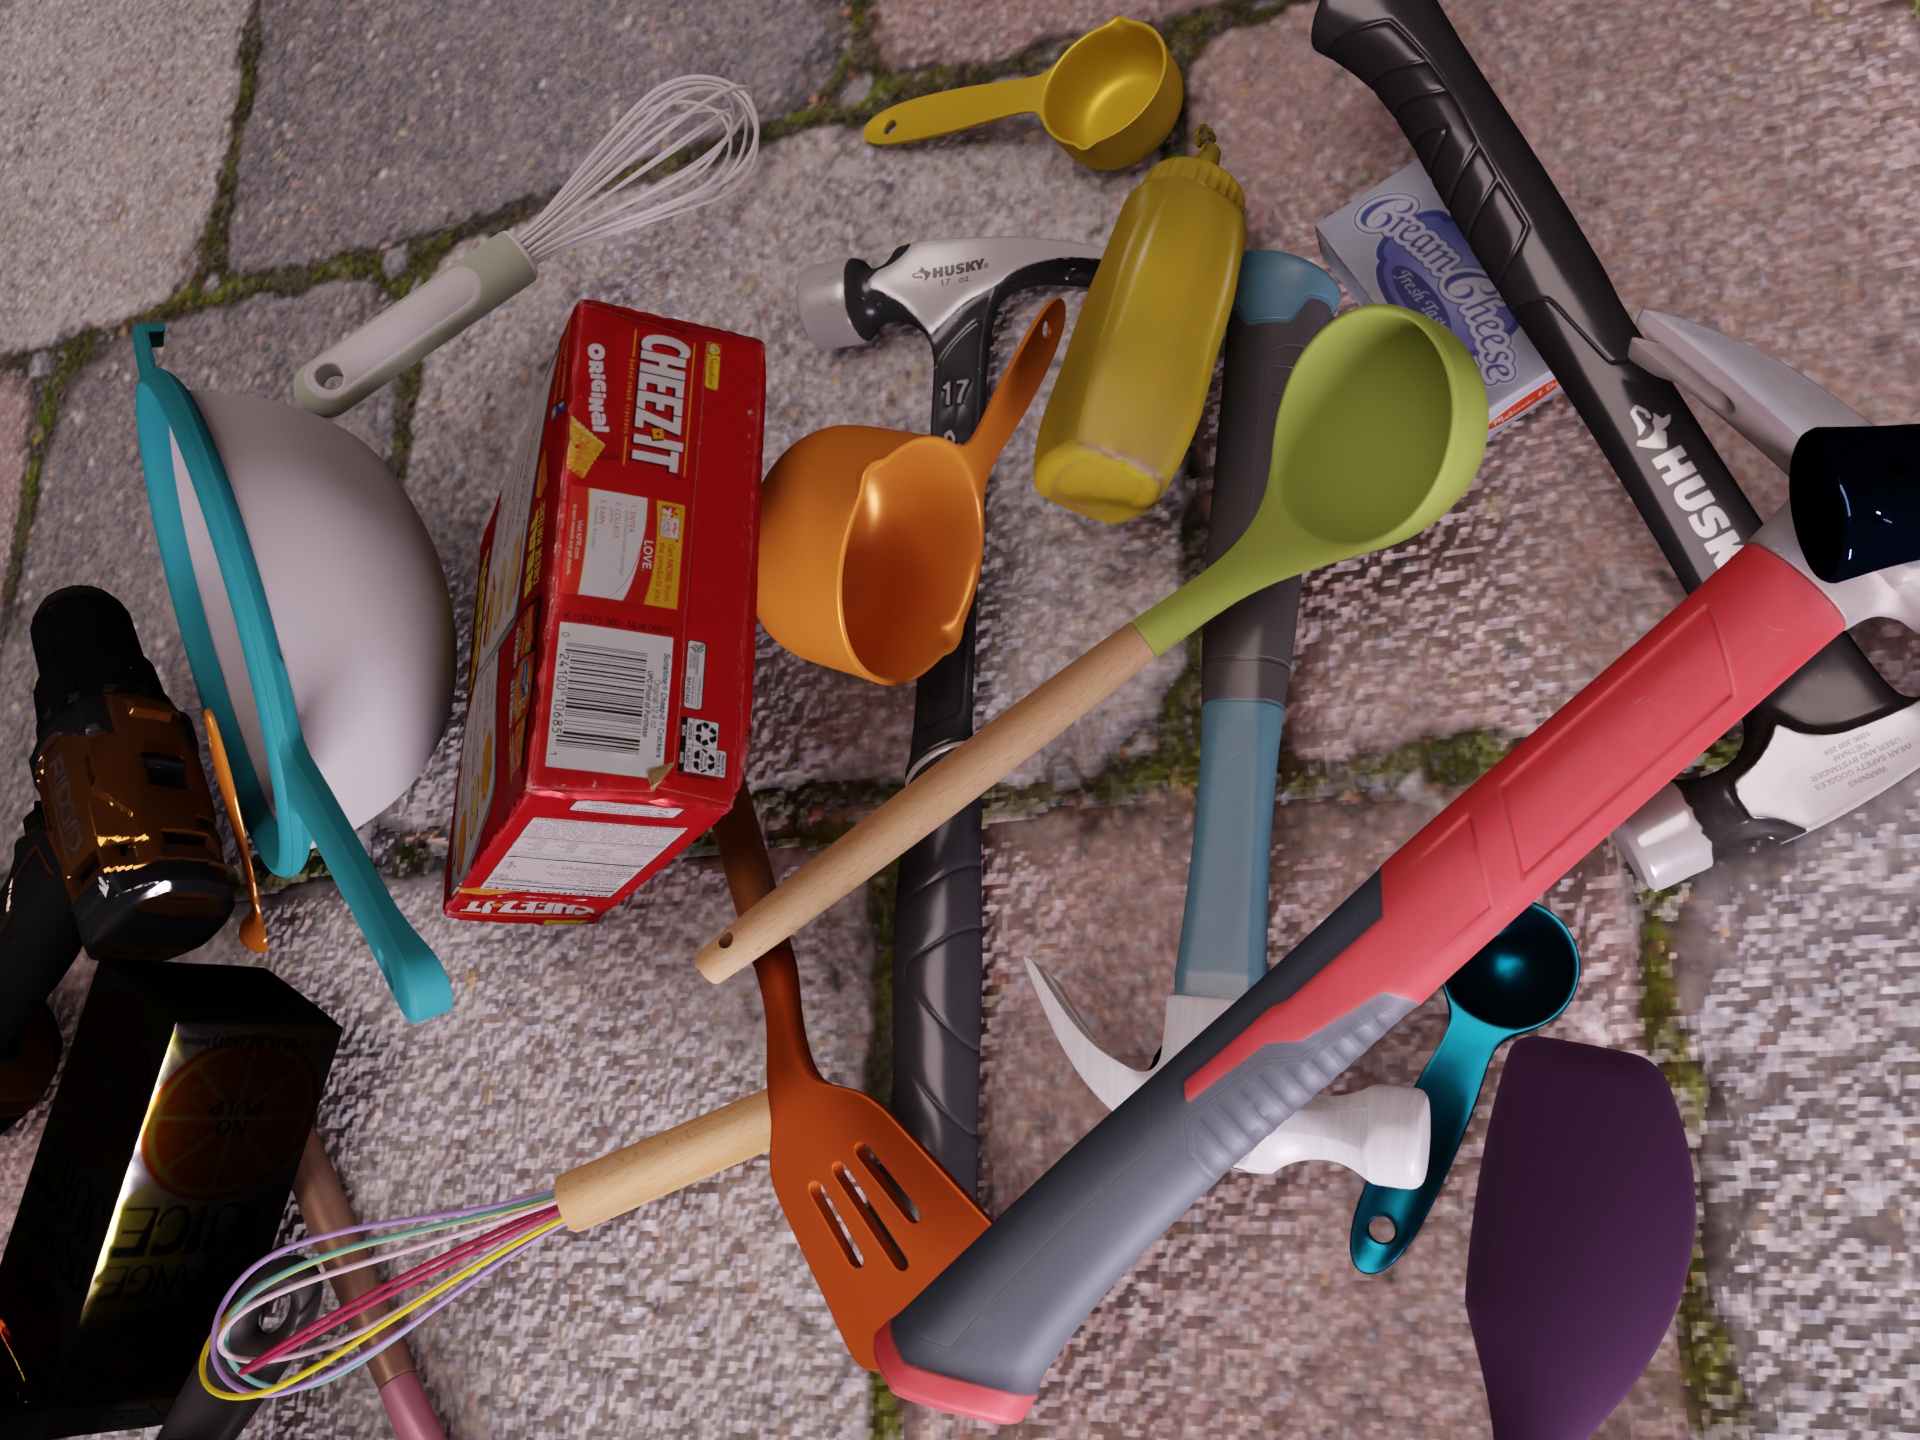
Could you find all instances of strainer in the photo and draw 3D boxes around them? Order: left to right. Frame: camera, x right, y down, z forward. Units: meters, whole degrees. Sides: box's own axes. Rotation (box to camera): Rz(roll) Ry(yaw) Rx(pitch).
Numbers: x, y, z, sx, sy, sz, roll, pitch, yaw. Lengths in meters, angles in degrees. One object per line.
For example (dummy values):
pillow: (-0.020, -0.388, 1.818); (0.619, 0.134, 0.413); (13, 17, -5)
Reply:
strainer: (-0.235, -0.012, 0.631); (0.095, 0.210, 0.341); (-17, 43, -31)

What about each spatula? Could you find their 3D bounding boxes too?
spatula: (-0.068, 0.070, 0.588); (0.081, 0.041, 0.323); (-46, 47, 28)
spatula: (0.152, 0.245, 0.435); (0.060, 0.018, 0.316); (8, 74, 28)

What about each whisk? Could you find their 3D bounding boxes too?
whisk: (-0.330, 0.334, 0.611); (0.073, 0.073, 0.296); (31, 89, 29)
whisk: (-0.163, 0.189, 0.580); (0.245, 0.047, 0.051); (-23, 96, 0)
whisk: (-0.188, -0.210, 0.704); (0.246, 0.059, 0.058); (-39, 92, -12)

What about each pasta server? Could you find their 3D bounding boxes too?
pasta server: (-0.237, 0.237, 0.624); (0.060, 0.040, 0.316); (-48, 60, 17)

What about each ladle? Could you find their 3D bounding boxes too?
ladle: (0.034, -0.017, 0.519); (0.320, 0.062, 0.078); (-37, 48, 6)

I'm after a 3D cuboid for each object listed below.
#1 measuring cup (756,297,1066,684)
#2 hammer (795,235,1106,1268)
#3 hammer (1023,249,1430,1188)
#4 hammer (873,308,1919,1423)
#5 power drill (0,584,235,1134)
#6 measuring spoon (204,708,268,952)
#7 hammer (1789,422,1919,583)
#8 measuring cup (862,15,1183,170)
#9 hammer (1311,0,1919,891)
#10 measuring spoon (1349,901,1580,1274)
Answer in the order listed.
measuring cup: (-0.017, -0.094, 0.578); (0.052, 0.095, 0.174); (14, 61, 29)
hammer: (-0.001, -0.002, 0.598); (0.149, 0.036, 0.409); (-5, 72, 22)
hammer: (0.099, -0.017, 0.545); (0.128, 0.033, 0.331); (0, 69, 21)
hammer: (0.116, 0.051, 0.462); (0.386, 0.038, 0.143); (-42, 69, 3)
power drill: (-0.424, 0.064, 0.718); (0.226, 0.084, 0.185); (-41, 61, 20)
measuring spoon: (-0.320, 0.050, 0.697); (0.021, 0.011, 0.116); (26, 125, 52)
hammer: (0.422, -0.081, 0.387); (0.405, 0.035, 0.144); (-5, 70, 9)
measuring cup: (0.025, -0.256, 0.678); (0.156, 0.029, 0.062); (6, 76, 38)
hammer: (0.210, -0.125, 0.516); (0.146, 0.035, 0.335); (-28, 73, 13)
measuring spoon: (0.155, 0.116, 0.503); (0.042, 0.021, 0.128); (26, 94, 23)
